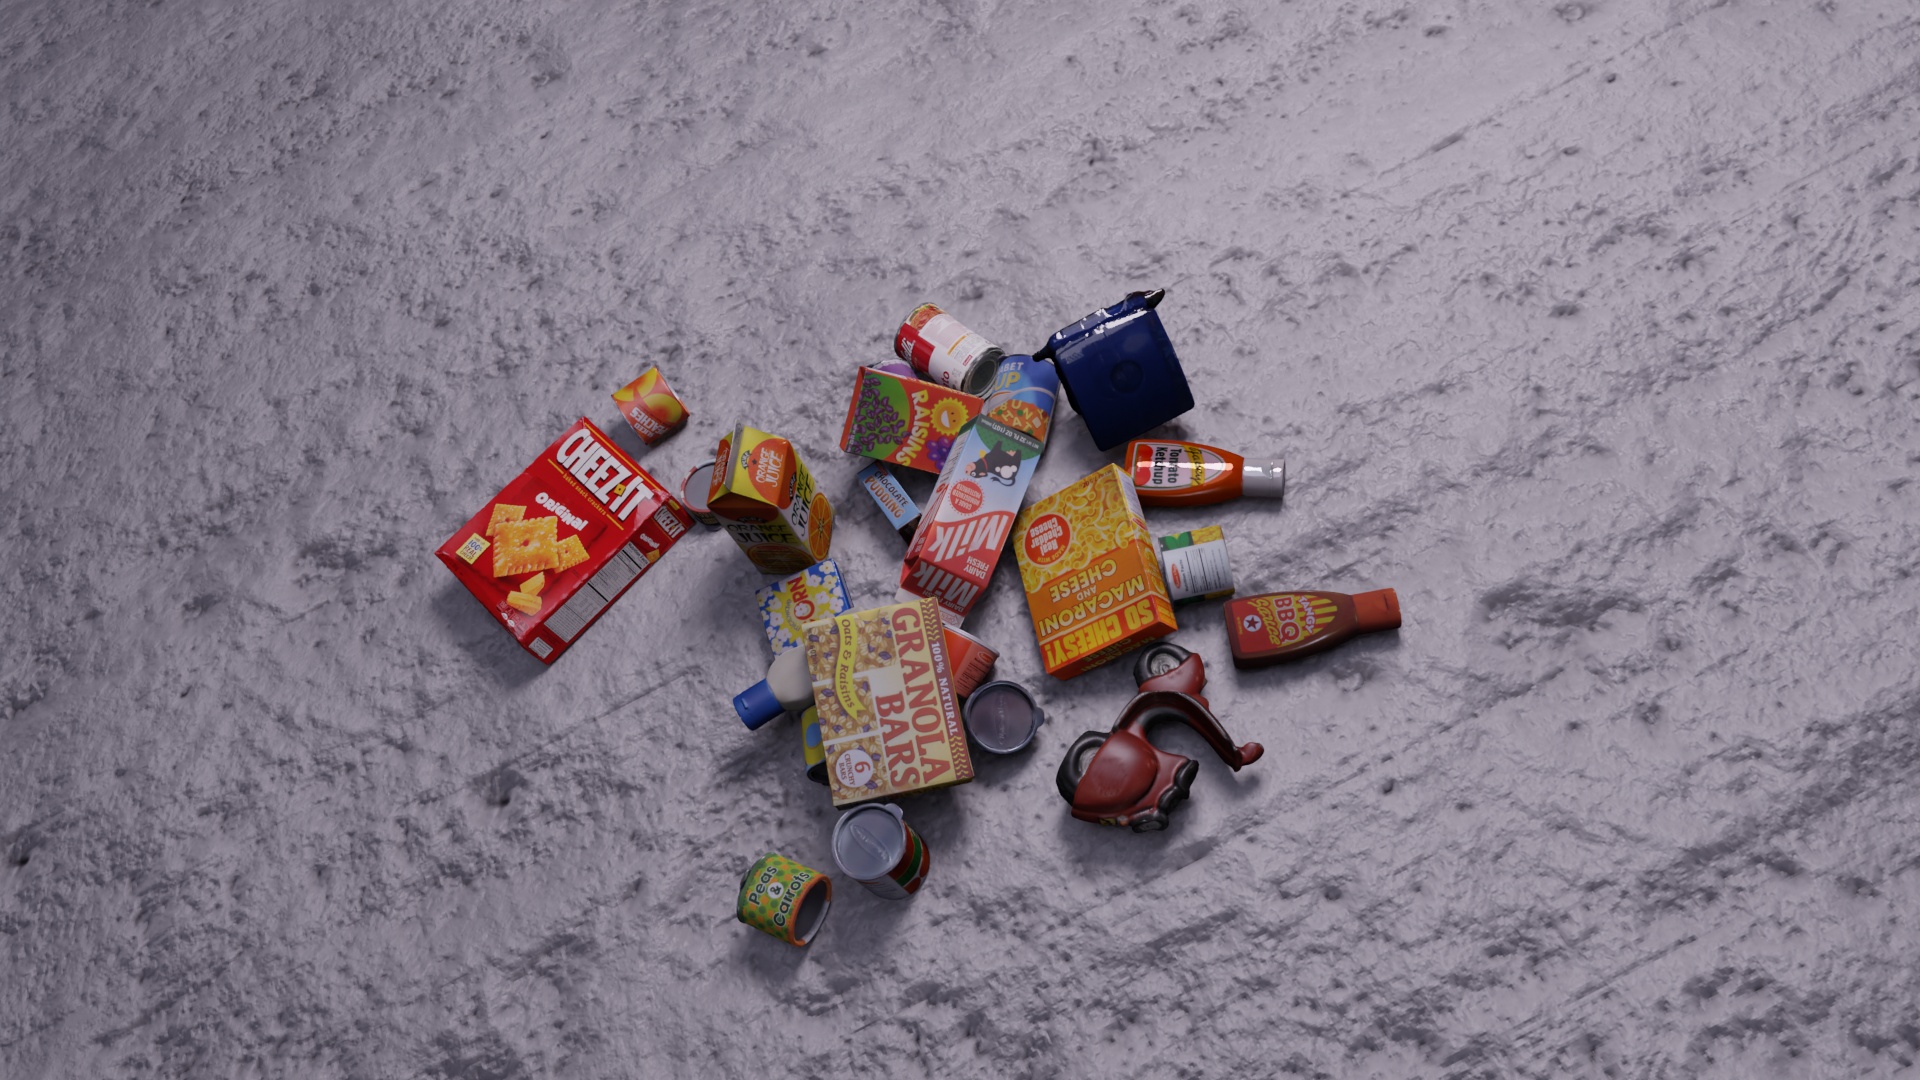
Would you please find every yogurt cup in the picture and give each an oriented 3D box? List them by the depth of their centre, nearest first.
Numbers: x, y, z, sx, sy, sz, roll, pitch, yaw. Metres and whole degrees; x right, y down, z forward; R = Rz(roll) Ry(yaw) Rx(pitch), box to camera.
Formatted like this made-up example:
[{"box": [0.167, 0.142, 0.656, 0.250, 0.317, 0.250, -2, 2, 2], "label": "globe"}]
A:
[{"box": [-0.005, 0.113, 1.285, 0.072, 0.072, 0.054, 24, 80, 24], "label": "yogurt cup"}]

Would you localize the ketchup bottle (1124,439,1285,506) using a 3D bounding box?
[{"box": [0.232, -0.062, 1.321, 0.149, 0.043, 0.065, 3, 67, 16], "label": "ketchup bottle"}]

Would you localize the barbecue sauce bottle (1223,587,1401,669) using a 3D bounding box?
[{"box": [0.312, 0.072, 1.231, 0.148, 0.043, 0.065, -10, 61, 9], "label": "barbecue sauce bottle"}]

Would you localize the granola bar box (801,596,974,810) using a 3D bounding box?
[{"box": [-0.065, 0.143, 1.225, 0.124, 0.039, 0.166, -12, 74, -3], "label": "granola bar box"}]

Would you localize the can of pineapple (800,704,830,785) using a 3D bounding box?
[{"box": [-0.113, 0.185, 1.275, 0.071, 0.070, 0.058, -15, 60, 7], "label": "can of pineapple"}]

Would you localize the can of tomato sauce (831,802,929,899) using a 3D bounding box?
[{"box": [-0.067, 0.270, 1.209, 0.071, 0.082, 0.071, -6, 63, 12], "label": "can of tomato sauce"}]

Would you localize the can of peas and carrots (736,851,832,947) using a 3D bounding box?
[{"box": [-0.155, 0.314, 1.217, 0.059, 0.070, 0.071, 17, 70, 22], "label": "can of peas and carrots"}]

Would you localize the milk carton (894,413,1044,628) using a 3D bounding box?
[{"box": [0.005, -0.017, 1.320, 0.072, 0.073, 0.191, 26, 79, -11], "label": "milk carton"}]

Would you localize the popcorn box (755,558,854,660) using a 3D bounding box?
[{"box": [-0.141, 0.090, 1.347, 0.085, 0.038, 0.127, -23, 60, 2], "label": "popcorn box"}]

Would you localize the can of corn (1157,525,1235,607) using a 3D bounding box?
[{"box": [0.216, 0.023, 1.271, 0.058, 0.071, 0.071, -12, 61, 8], "label": "can of corn"}]

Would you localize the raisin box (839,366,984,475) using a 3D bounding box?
[{"box": [-0.049, -0.117, 1.374, 0.123, 0.040, 0.086, 13, 97, -17], "label": "raisin box"}]

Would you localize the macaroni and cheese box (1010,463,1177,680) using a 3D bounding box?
[{"box": [0.120, 0.030, 1.285, 0.123, 0.040, 0.167, -28, 58, 25], "label": "macaroni and cheese box"}]

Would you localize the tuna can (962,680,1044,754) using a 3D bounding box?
[{"box": [0.038, 0.160, 1.253, 0.071, 0.032, 0.071, 1, 81, -8], "label": "tuna can"}]

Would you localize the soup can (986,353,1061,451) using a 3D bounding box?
[{"box": [0.059, -0.135, 1.390, 0.071, 0.071, 0.084, 7, 66, 19], "label": "soup can"}]

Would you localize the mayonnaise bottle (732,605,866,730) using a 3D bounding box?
[{"box": [-0.138, 0.122, 1.284, 0.148, 0.041, 0.065, -31, 62, -1], "label": "mayonnaise bottle"}]

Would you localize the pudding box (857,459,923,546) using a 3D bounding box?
[{"box": [-0.065, -0.036, 1.384, 0.030, 0.049, 0.084, -36, 61, -2], "label": "pudding box"}]

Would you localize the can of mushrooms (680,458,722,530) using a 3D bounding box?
[{"box": [-0.257, -0.049, 1.451, 0.071, 0.033, 0.071, -6, 62, 11], "label": "can of mushrooms"}]

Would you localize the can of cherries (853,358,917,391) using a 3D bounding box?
[{"box": [-0.070, -0.144, 1.428, 0.071, 0.071, 0.058, -30, 61, -1], "label": "can of cherries"}]

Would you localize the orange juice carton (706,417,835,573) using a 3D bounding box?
[{"box": [-0.186, -0.039, 1.336, 0.073, 0.192, 0.072, 0, 63, 14], "label": "orange juice carton"}]

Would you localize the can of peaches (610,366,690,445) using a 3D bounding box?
[{"box": [-0.334, -0.145, 1.501, 0.058, 0.071, 0.071, -35, 60, -4], "label": "can of peaches"}]
